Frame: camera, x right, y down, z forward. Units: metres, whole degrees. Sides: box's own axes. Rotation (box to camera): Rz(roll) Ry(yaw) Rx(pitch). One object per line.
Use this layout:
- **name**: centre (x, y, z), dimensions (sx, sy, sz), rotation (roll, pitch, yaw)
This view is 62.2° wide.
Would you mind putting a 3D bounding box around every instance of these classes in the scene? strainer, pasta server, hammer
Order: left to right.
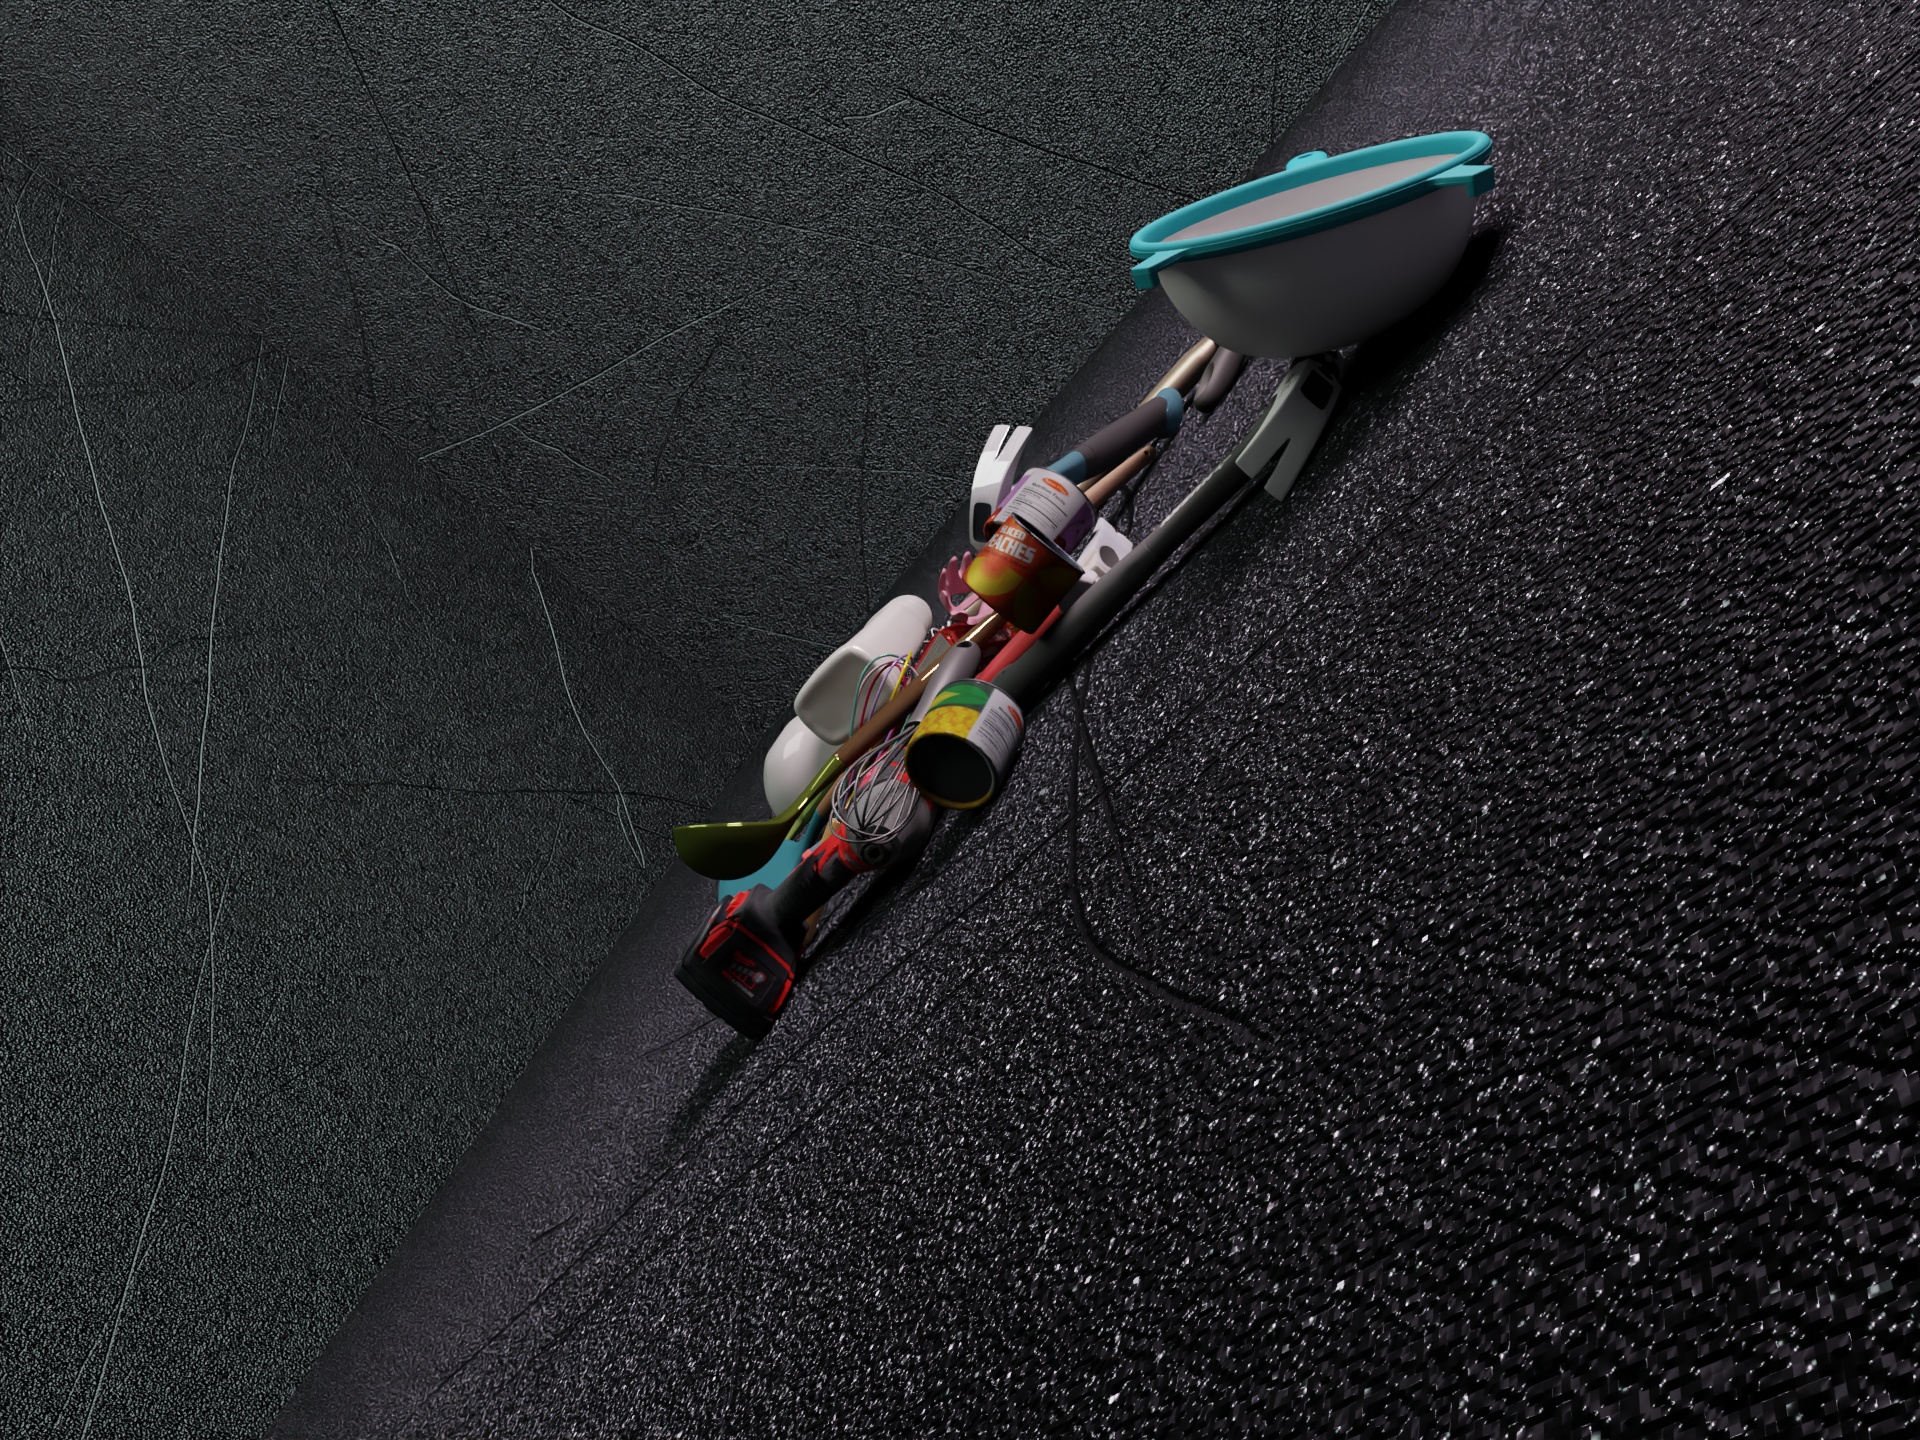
- **strainer**: centre (-0.169, 0.070, 1.508), dimensions (0.151, 0.069, 0.256), rotation (-48, 8, 46)
- **hammer**: centre (-0.002, -0.004, 1.267), dimensions (0.386, 0.038, 0.143), rotation (-47, 8, 29)
- **pasta server**: centre (0.083, -0.166, 1.357), dimensions (0.316, 0.060, 0.040), rotation (-41, -7, -37)
- **hammer**: centre (0.104, -0.215, 1.335), dimensions (0.331, 0.033, 0.128), rotation (-38, -49, -47)
- **hammer**: centre (0.135, -0.243, 1.546), dimensions (0.410, 0.038, 0.146), rotation (-48, 7, 15)
- **hammer**: centre (0.118, -0.101, 1.036), dimensions (0.334, 0.035, 0.146), rotation (-45, 9, 39)
- **strainer**: centre (0.225, -0.297, 1.000), dimensions (0.211, 0.095, 0.340), rotation (-12, 21, 17)

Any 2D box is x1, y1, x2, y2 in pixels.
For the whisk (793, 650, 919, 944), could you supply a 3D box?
- **whisk**: centre (-0.085, 0.059, 1.240), dimensions (0.047, 0.051, 0.245), rotation (23, 92, 59)

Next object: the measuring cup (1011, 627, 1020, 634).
- **measuring cup**: centre (0.017, -0.046, 1.402), dimensions (0.156, 0.029, 0.062), rotation (-57, 10, -23)

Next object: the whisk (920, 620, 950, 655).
- **whisk**: centre (-0.013, -0.044, 1.518), dimensions (0.246, 0.058, 0.059), rotation (-89, 4, -73)

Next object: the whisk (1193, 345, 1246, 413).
- **whisk**: centre (0.270, -0.383, 1.402), dimensions (0.296, 0.073, 0.073), rotation (-62, 11, -22)

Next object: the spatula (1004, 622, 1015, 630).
- **spatula**: centre (0.042, -0.145, 1.467), dimensions (0.081, 0.041, 0.323), rotation (-33, 15, 1)

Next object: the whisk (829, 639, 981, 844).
- **whisk**: centre (-0.031, 0.009, 1.104), dimensions (0.055, 0.055, 0.239), rotation (-45, 9, 38)

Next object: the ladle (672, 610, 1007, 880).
- **ladle**: centre (-0.079, 0.005, 1.175), dimensions (0.320, 0.062, 0.078), rotation (-43, 10, -22)

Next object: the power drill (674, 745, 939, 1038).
- **power drill**: centre (-0.102, 0.120, 1.148), dimensions (0.219, 0.078, 0.143), rotation (-45, 9, 18)

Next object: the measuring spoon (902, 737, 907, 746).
- **measuring spoon**: centre (-0.042, -0.001, 1.455), dimensions (0.129, 0.021, 0.042), rotation (-69, 10, -17)

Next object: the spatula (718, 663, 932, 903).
- **spatula**: centre (-0.112, 0.059, 1.347), dimensions (0.317, 0.044, 0.082), rotation (-51, 28, 32)

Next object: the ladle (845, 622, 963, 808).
- **ladle**: centre (-0.073, 0.043, 1.389), dimensions (0.315, 0.031, 0.069), rotation (-61, 16, -9)
